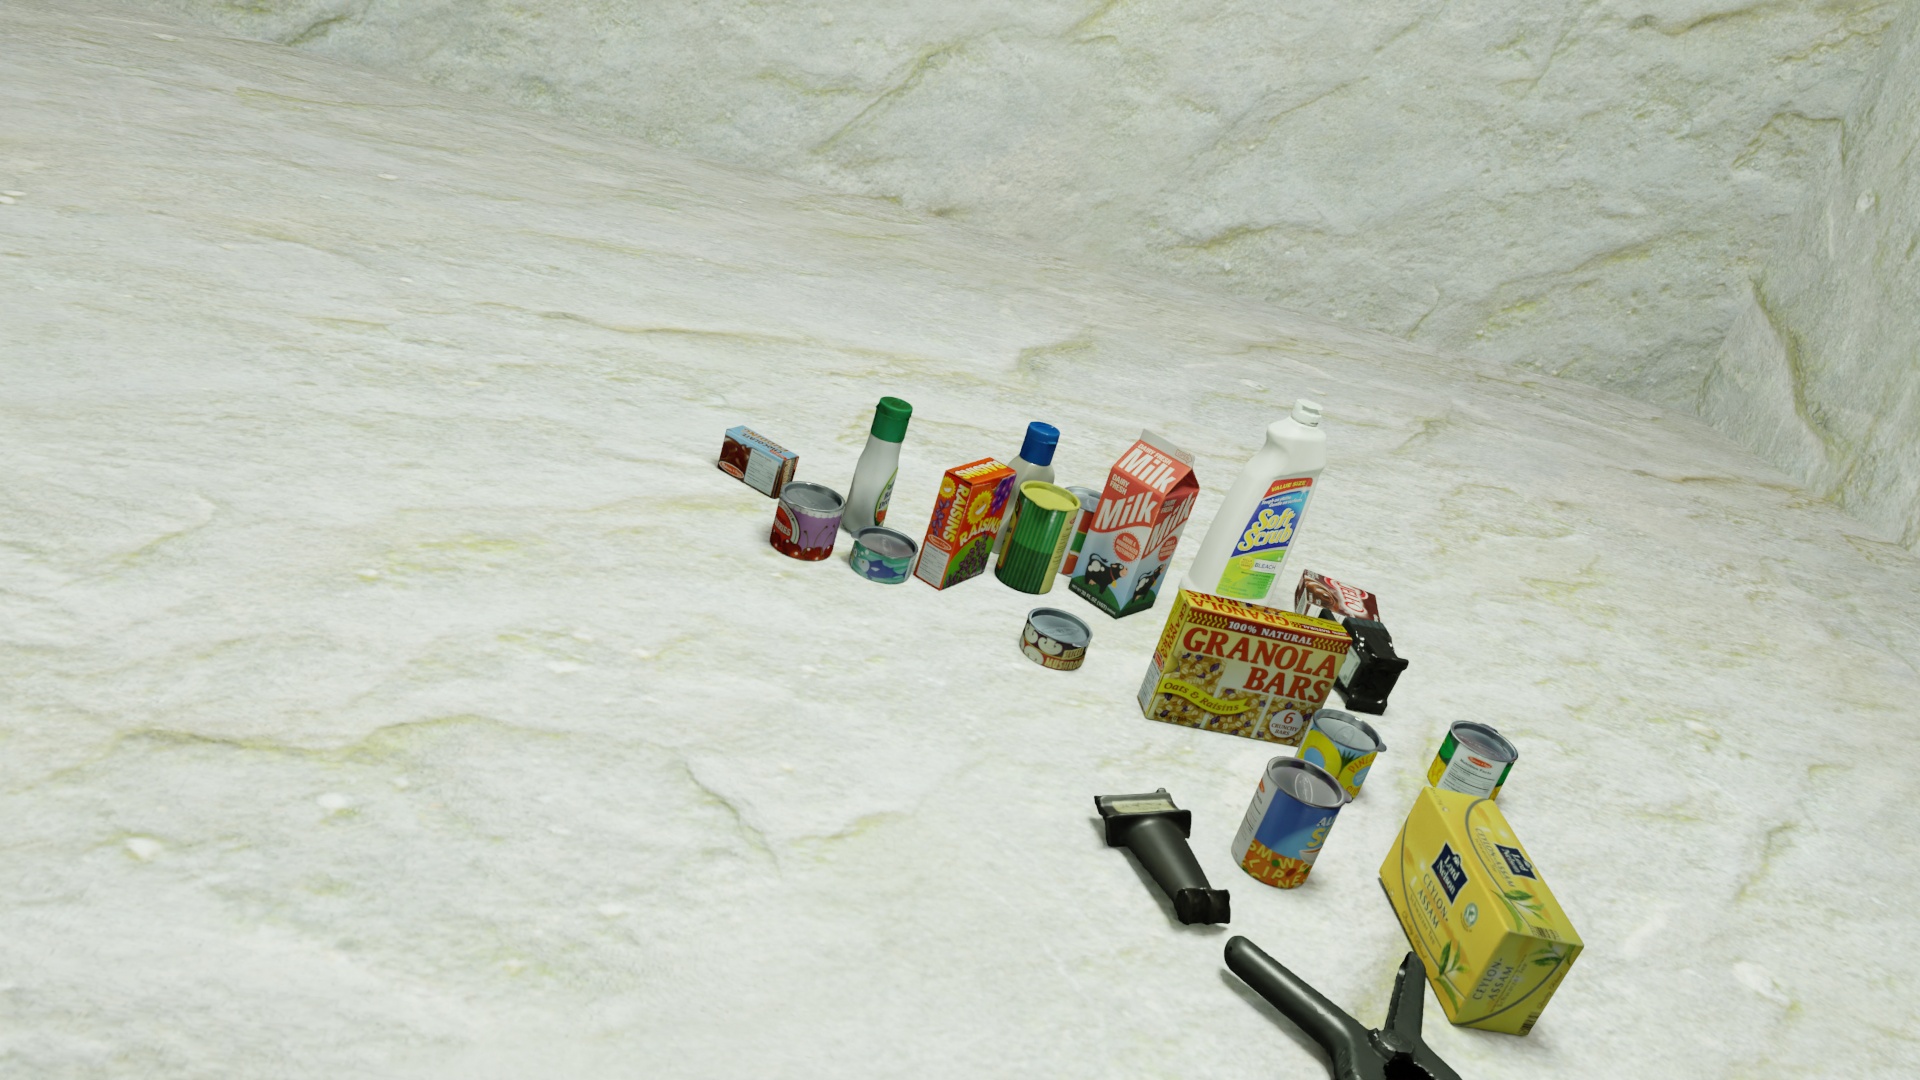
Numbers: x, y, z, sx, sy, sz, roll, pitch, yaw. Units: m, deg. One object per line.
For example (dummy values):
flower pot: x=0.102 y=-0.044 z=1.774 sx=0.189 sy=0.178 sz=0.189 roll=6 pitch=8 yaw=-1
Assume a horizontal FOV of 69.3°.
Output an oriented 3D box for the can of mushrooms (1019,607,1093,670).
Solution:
can of mushrooms: x=0.094 y=0.096 z=1.347 sx=0.071 sy=0.033 sz=0.071 roll=15 pitch=24 yaw=-6

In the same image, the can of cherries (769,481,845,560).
can of cherries: x=-0.157 y=-0.020 z=1.397 sx=0.071 sy=0.058 sz=0.072 roll=15 pitch=24 yaw=-6

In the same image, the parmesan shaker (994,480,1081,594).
parmesan shaker: x=0.079 y=-0.002 z=1.464 sx=0.071 sy=0.102 sz=0.071 roll=15 pitch=24 yaw=-7

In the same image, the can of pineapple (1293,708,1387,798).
can of pineapple: x=0.345 y=0.197 z=1.270 sx=0.071 sy=0.057 sz=0.071 roll=15 pitch=24 yaw=-6

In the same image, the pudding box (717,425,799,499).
pudding box: x=-0.220 y=-0.086 z=1.508 sx=0.084 sy=0.049 sz=0.030 roll=28 pitch=26 yaw=22

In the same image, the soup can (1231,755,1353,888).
soup can: x=0.266 y=0.228 z=1.118 sx=0.071 sy=0.083 sz=0.071 roll=15 pitch=24 yaw=-7

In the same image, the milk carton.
milk carton: x=0.189 y=-0.019 z=1.468 sx=0.072 sy=0.189 sz=0.074 roll=33 pitch=28 yaw=32

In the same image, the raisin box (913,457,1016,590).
raisin box: x=0.005 y=-0.018 z=1.423 sx=0.040 sy=0.122 sz=0.086 roll=30 pitch=26 yaw=26

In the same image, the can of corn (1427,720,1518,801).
can of corn: x=0.491 y=0.214 z=1.331 sx=0.071 sy=0.058 sz=0.071 roll=15 pitch=24 yaw=-6

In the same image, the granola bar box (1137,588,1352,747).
granola bar box: x=0.265 y=0.121 z=1.298 sx=0.166 sy=0.123 sz=0.039 roll=12 pitch=24 yaw=-12

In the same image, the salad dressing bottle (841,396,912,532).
salad dressing bottle: x=-0.086 y=-0.078 z=1.460 sx=0.044 sy=0.147 sz=0.064 roll=21 pitch=24 yaw=7

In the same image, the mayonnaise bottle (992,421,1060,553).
mayonnaise bottle: x=0.071 y=-0.057 z=1.522 sx=0.065 sy=0.147 sz=0.041 roll=-2 pitch=30 yaw=-38

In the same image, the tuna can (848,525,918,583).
tuna can: x=-0.081 y=0.014 z=1.407 sx=0.071 sy=0.032 sz=0.071 roll=15 pitch=24 yaw=-6

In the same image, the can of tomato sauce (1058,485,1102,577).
can of tomato sauce: x=0.134 y=-0.009 z=1.540 sx=0.071 sy=0.082 sz=0.071 roll=15 pitch=24 yaw=-7
